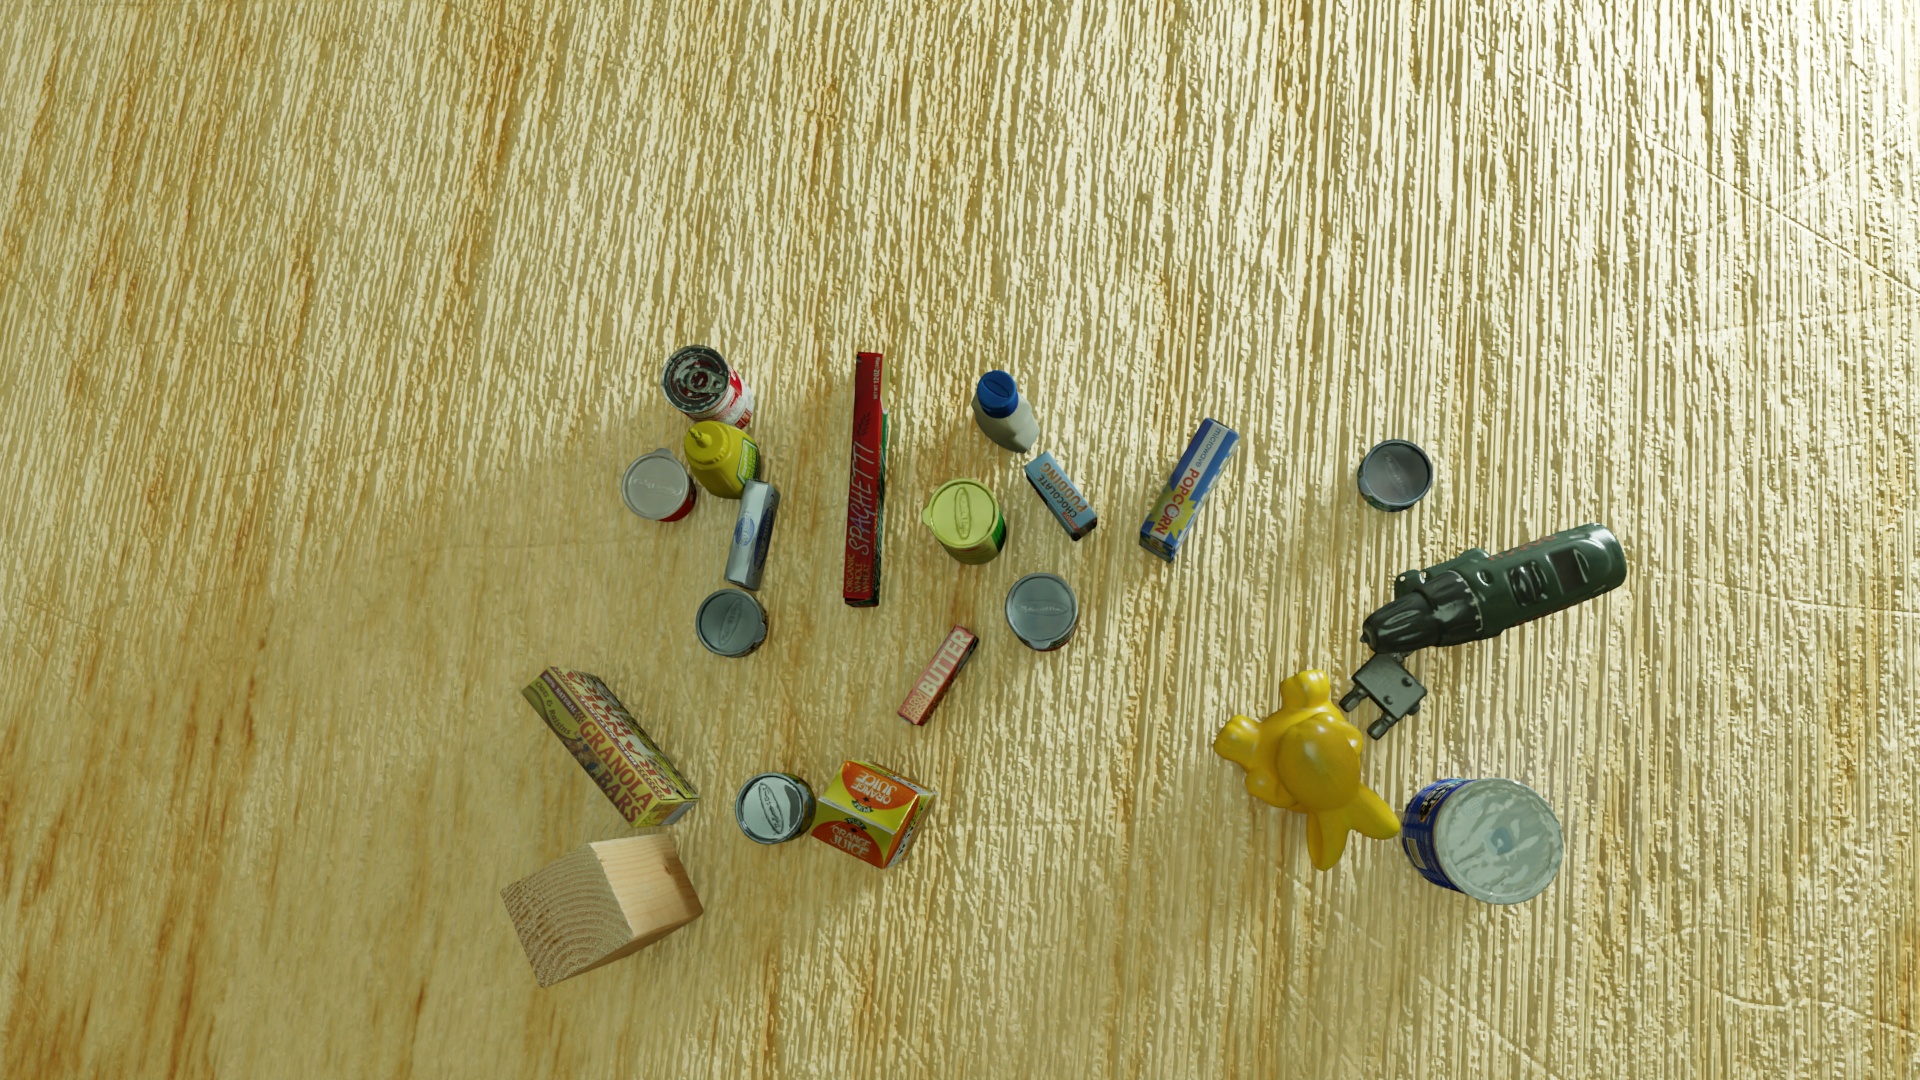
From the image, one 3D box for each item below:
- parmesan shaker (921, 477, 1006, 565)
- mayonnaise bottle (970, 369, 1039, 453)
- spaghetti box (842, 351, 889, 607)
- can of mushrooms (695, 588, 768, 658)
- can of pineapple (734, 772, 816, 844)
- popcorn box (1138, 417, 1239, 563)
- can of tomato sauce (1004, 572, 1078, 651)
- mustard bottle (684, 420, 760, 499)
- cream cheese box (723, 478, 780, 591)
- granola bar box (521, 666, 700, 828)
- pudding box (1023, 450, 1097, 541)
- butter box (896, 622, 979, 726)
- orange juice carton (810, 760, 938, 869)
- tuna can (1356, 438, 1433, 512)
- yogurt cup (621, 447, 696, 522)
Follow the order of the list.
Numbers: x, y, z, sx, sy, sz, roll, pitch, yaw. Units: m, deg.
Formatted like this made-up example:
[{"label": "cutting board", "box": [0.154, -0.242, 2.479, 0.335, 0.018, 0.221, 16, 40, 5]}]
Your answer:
[{"label": "parmesan shaker", "box": [0.005, -0.017, 1.319, 0.071, 0.103, 0.071, -1, 80, 6]}, {"label": "mayonnaise bottle", "box": [0.040, -0.123, 1.312, 0.065, 0.148, 0.041, 33, 85, 10]}, {"label": "spaghetti box", "box": [-0.092, -0.059, 1.364, 0.029, 0.050, 0.250, 1, 80, 6]}, {"label": "can of mushrooms", "box": [-0.221, 0.082, 1.359, 0.071, 0.033, 0.071, -1, 80, 6]}, {"label": "can of pineapple", "box": [-0.172, 0.252, 1.311, 0.071, 0.058, 0.071, -1, 80, 6]}, {"label": "popcorn box", "box": [0.215, -0.047, 1.312, 0.038, 0.085, 0.127, 30, 84, 10]}, {"label": "can of tomato sauce", "box": [0.078, 0.071, 1.306, 0.071, 0.083, 0.071, -1, 80, 6]}, {"label": "mustard bottle", "box": [-0.231, -0.081, 1.326, 0.049, 0.160, 0.065, 6, 81, 7]}, {"label": "cream cheese box", "box": [-0.204, -0.005, 1.363, 0.024, 0.053, 0.104, 11, 81, 8]}, {"label": "granola bar box", "box": [-0.325, 0.194, 1.303, 0.039, 0.124, 0.166, -43, 79, -2]}, {"label": "pudding box", "box": [0.097, -0.043, 1.342, 0.030, 0.049, 0.084, -36, 78, -1]}, {"label": "butter box", "box": [-0.020, 0.129, 1.320, 0.024, 0.053, 0.103, 33, 85, 10]}, {"label": "orange juice carton", "box": [-0.077, 0.243, 1.234, 0.072, 0.192, 0.073, 24, 84, 9]}, {"label": "tuna can", "box": [0.410, -0.060, 1.321, 0.071, 0.033, 0.071, -1, 80, 6]}, {"label": "yogurt cup", "box": [-0.296, -0.050, 1.381, 0.072, 0.054, 0.072, -1, 80, 6]}]
